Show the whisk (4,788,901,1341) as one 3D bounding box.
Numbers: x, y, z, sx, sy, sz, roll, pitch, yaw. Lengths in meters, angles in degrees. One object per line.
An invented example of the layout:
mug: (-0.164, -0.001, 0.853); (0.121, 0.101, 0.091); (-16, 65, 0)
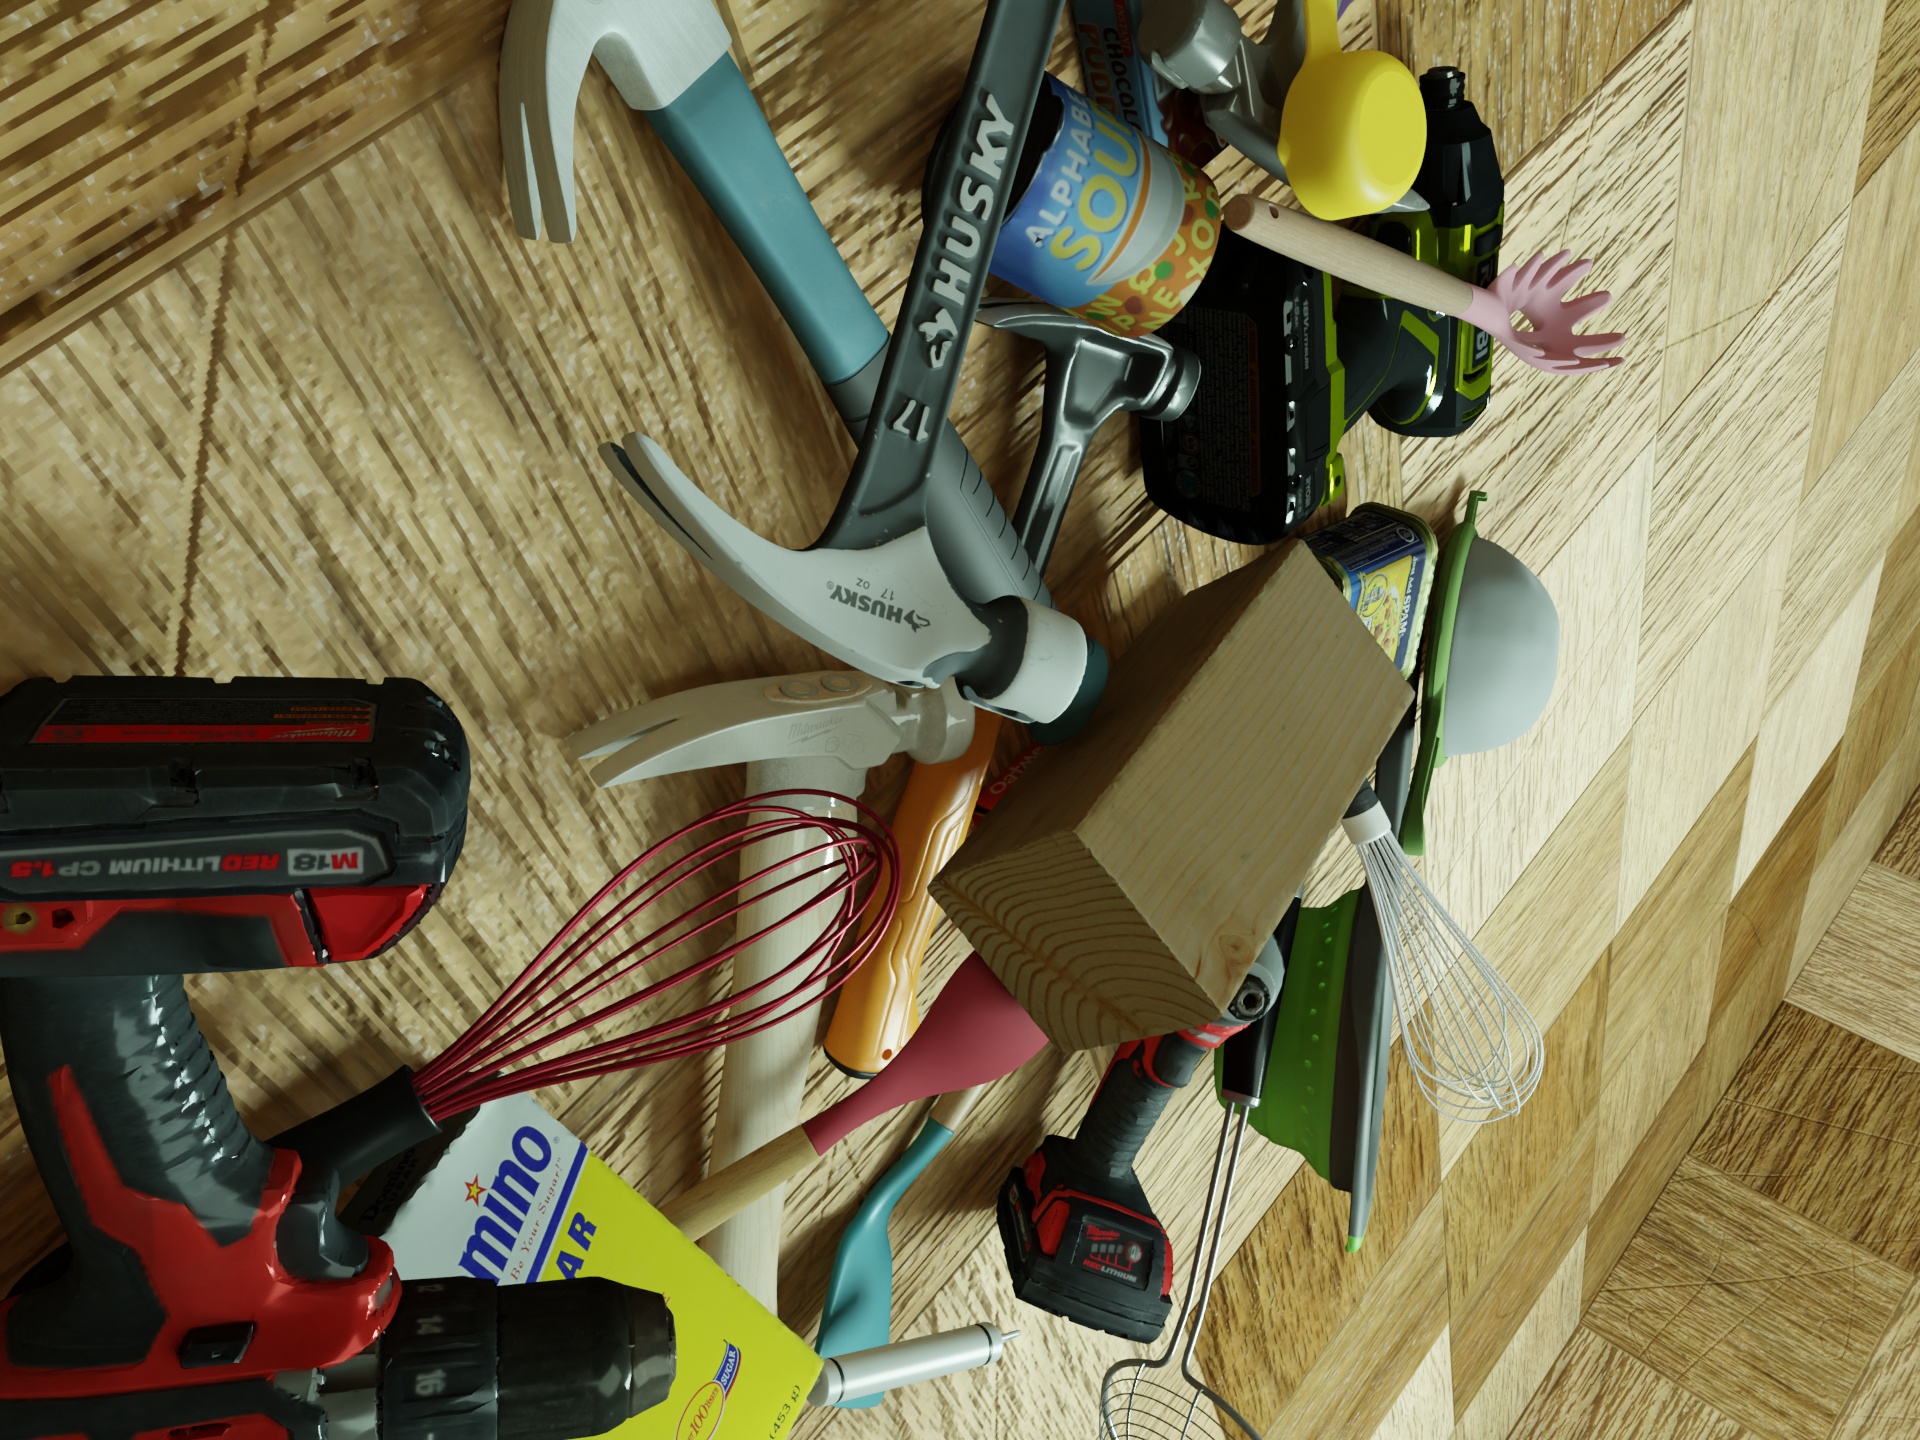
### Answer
whisk: (-0.147, 0.107, 0.490); (0.296, 0.073, 0.073); (-29, 134, -15)

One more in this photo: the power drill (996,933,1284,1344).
power drill: (0.099, 0.193, 0.817); (0.143, 0.078, 0.219); (-121, -127, -80)

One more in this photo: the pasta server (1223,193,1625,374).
pasta server: (0.205, -0.186, 0.671); (0.316, 0.040, 0.060); (-3, 76, -49)

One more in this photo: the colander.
colander: (0.212, 0.101, 0.944); (0.204, 0.094, 0.397); (7, 88, -72)

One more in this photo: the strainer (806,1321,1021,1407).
strainer: (-0.067, 0.284, 0.683); (0.258, 0.050, 0.087); (8, 136, -43)

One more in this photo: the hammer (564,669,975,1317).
hammer: (-0.091, 0.169, 0.643); (0.146, 0.038, 0.410); (-9, 122, -32)

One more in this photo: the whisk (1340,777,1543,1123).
whisk: (0.223, 0.080, 0.820); (0.070, 0.070, 0.284); (-31, 97, -36)

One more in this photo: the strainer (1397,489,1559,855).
strainer: (0.304, -0.009, 0.919); (0.256, 0.069, 0.151); (-60, 150, -45)

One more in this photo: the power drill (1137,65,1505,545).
power drill: (0.176, -0.188, 0.724); (0.223, 0.080, 0.171); (-35, 131, -37)

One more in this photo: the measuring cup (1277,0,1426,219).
measuring cup: (0.135, -0.254, 0.548); (0.062, 0.029, 0.156); (-26, 118, -35)

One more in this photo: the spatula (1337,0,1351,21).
spatula: (0.107, -0.383, 0.563); (0.060, 0.018, 0.315); (-57, 145, -11)

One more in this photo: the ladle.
ladle: (-0.081, 0.175, 0.613); (0.315, 0.031, 0.069); (-30, 128, -13)

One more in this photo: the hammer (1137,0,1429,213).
hammer: (0.170, -0.379, 0.585); (0.149, 0.037, 0.359); (15, 93, -41)

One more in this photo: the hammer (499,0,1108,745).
hammer: (-0.027, -0.110, 0.520); (0.128, 0.033, 0.330); (-49, 132, -16)

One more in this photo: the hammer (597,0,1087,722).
hammer: (0.015, -0.214, 0.464); (0.149, 0.036, 0.409); (19, 81, -31)

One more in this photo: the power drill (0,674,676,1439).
power drill: (-0.166, 0.107, 0.415); (0.187, 0.080, 0.226); (0, 107, -18)

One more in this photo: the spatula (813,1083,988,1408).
spatula: (0.014, 0.183, 0.783); (0.317, 0.044, 0.082); (-57, 147, -10)

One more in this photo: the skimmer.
skimmer: (0.153, 0.268, 0.859); (0.090, 0.127, 0.363); (23, 77, -43)

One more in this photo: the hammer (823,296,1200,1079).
hammer: (-0.001, -0.002, 0.652); (0.127, 0.034, 0.336); (2, 111, -45)
